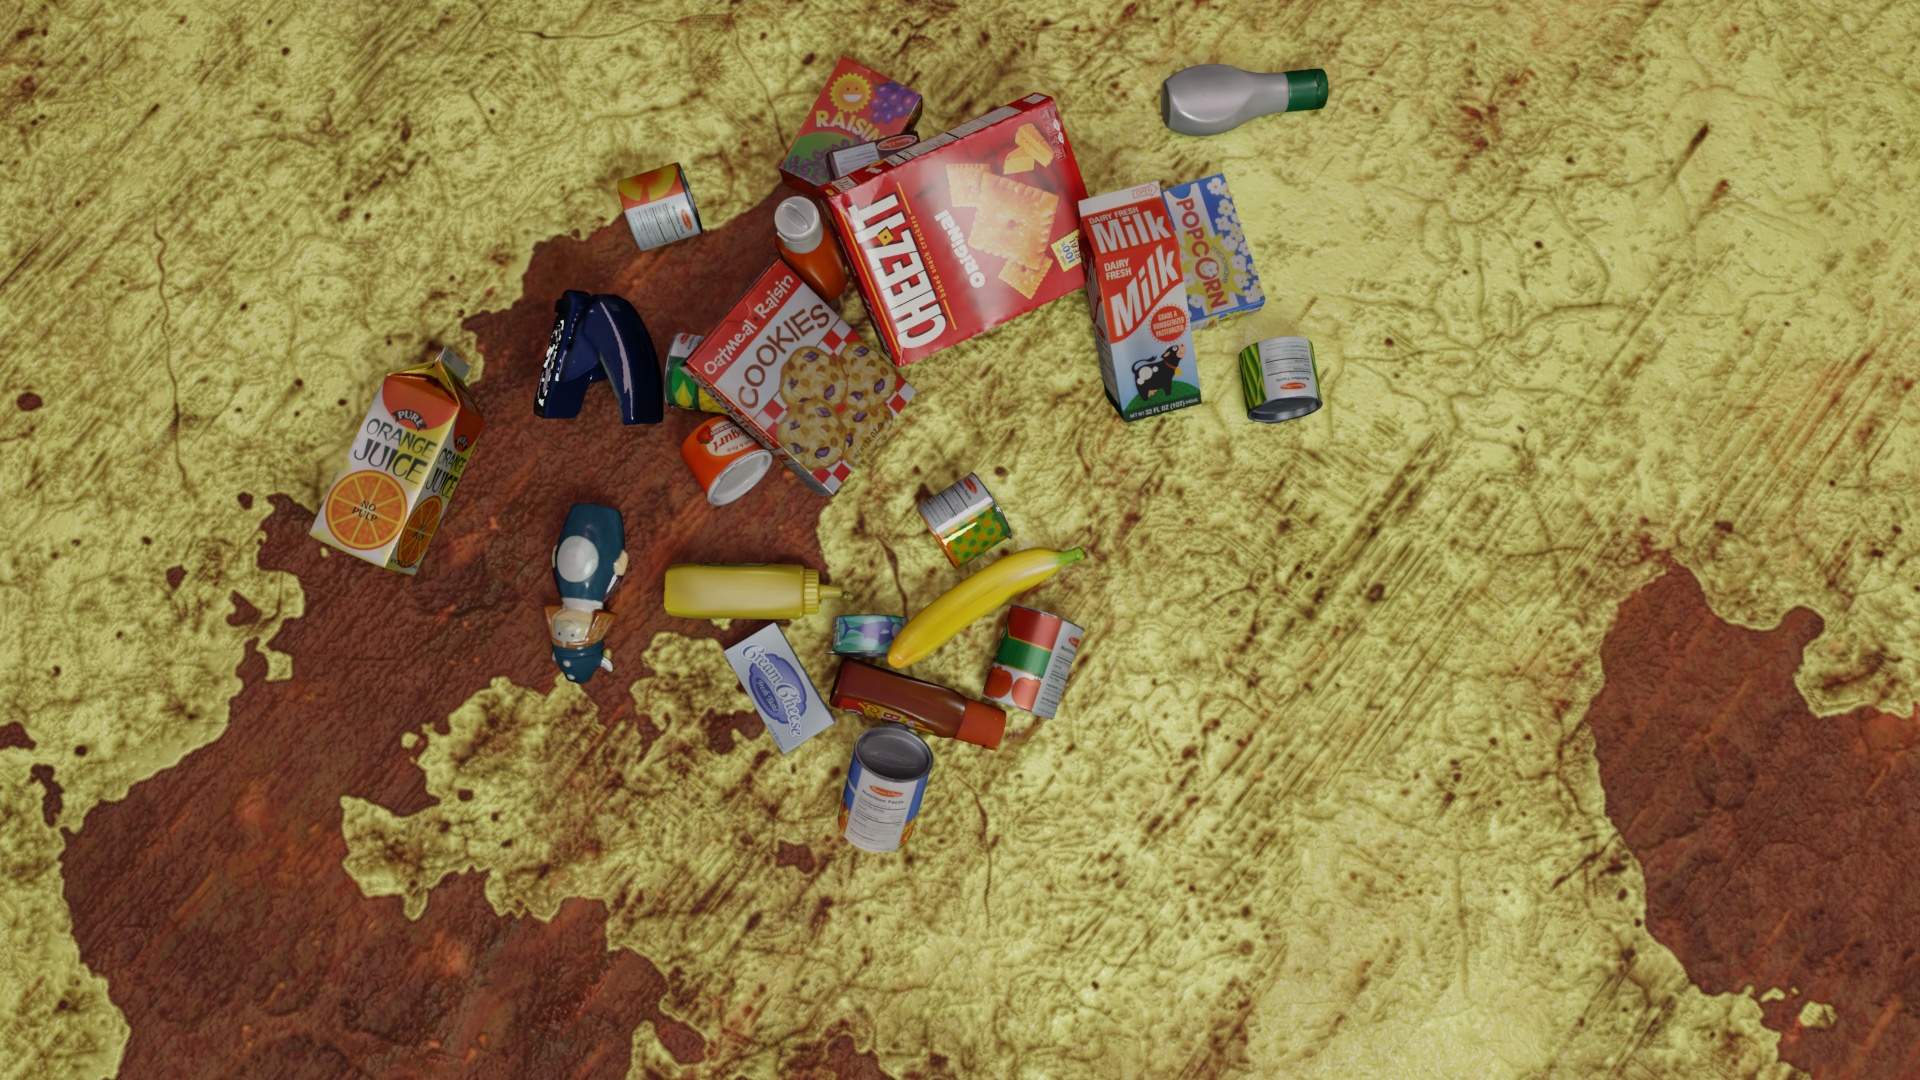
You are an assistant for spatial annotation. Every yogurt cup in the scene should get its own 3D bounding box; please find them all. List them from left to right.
[{"bbox_3d":[-0.207,-0.072,1.212,0.072,0.072,0.054,-41,77,-6],"label":"yogurt cup"}]

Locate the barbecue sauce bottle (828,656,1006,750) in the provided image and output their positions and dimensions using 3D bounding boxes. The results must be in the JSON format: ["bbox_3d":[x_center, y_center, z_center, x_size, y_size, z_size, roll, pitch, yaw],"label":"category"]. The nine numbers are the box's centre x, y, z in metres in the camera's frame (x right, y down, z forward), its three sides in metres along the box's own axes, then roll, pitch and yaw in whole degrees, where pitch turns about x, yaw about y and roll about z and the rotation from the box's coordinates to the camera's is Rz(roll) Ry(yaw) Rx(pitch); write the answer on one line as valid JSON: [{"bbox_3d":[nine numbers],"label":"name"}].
[{"bbox_3d":[-0.036,0.141,1.186,0.148,0.064,0.044,18,73,-7],"label":"barbecue sauce bottle"}]

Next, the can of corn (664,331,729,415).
[{"bbox_3d":[-0.223,-0.144,1.222,0.058,0.071,0.071,9,82,0],"label":"can of corn"}]

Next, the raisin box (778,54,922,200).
[{"bbox_3d":[-0.099,-0.367,1.267,0.086,0.040,0.123,27,82,4],"label":"raisin box"}]

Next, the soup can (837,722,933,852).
[{"bbox_3d":[-0.063,0.206,1.157,0.071,0.072,0.083,16,122,2],"label":"soup can"}]

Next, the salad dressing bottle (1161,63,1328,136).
[{"bbox_3d":[0.261,-0.408,1.276,0.148,0.044,0.064,-6,80,-3],"label":"salad dressing bottle"}]

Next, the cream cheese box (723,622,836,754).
[{"bbox_3d":[-0.157,0.127,1.204,0.053,0.024,0.104,-31,84,-6],"label":"cream cheese box"}]

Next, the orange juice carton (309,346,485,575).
[{"bbox_3d":[-0.477,-0.074,1.204,0.073,0.071,0.193,22,83,2],"label":"orange juice carton"}]

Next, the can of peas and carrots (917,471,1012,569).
[{"bbox_3d":[0.004,-0.015,1.207,0.059,0.071,0.071,-32,84,-4],"label":"can of peas and carrots"}]

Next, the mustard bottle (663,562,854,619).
[{"bbox_3d":[-0.172,0.044,1.198,0.160,0.065,0.049,1,88,-6],"label":"mustard bottle"}]

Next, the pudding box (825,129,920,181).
[{"bbox_3d":[-0.072,-0.326,1.227,0.084,0.030,0.049,-17,87,-9],"label":"pudding box"}]

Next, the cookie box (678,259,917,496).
[{"bbox_3d":[-0.138,-0.139,1.192,0.167,0.040,0.123,43,72,-19],"label":"cookie box"}]

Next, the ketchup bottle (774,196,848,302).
[{"bbox_3d":[-0.132,-0.252,1.195,0.065,0.148,0.043,42,86,5],"label":"ketchup bottle"}]

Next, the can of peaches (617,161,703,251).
[{"bbox_3d":[-0.269,-0.299,1.243,0.058,0.071,0.071,-19,83,-3],"label":"can of peaches"}]

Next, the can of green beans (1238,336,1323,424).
[{"bbox_3d":[0.281,-0.142,1.224,0.071,0.071,0.058,-5,76,-1],"label":"can of green beans"}]

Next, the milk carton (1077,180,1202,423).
[{"bbox_3d":[0.150,-0.206,1.186,0.072,0.074,0.189,-15,115,-2],"label":"milk carton"}]

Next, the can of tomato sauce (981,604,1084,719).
[{"bbox_3d":[0.060,0.104,1.190,0.071,0.071,0.083,19,83,2],"label":"can of tomato sauce"}]

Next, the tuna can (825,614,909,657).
[{"bbox_3d":[-0.079,0.082,1.190,0.071,0.071,0.033,1,81,0],"label":"tuna can"}]

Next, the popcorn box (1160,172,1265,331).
[{"bbox_3d":[0.214,-0.257,1.256,0.085,0.038,0.127,-17,83,-2],"label":"popcorn box"}]
